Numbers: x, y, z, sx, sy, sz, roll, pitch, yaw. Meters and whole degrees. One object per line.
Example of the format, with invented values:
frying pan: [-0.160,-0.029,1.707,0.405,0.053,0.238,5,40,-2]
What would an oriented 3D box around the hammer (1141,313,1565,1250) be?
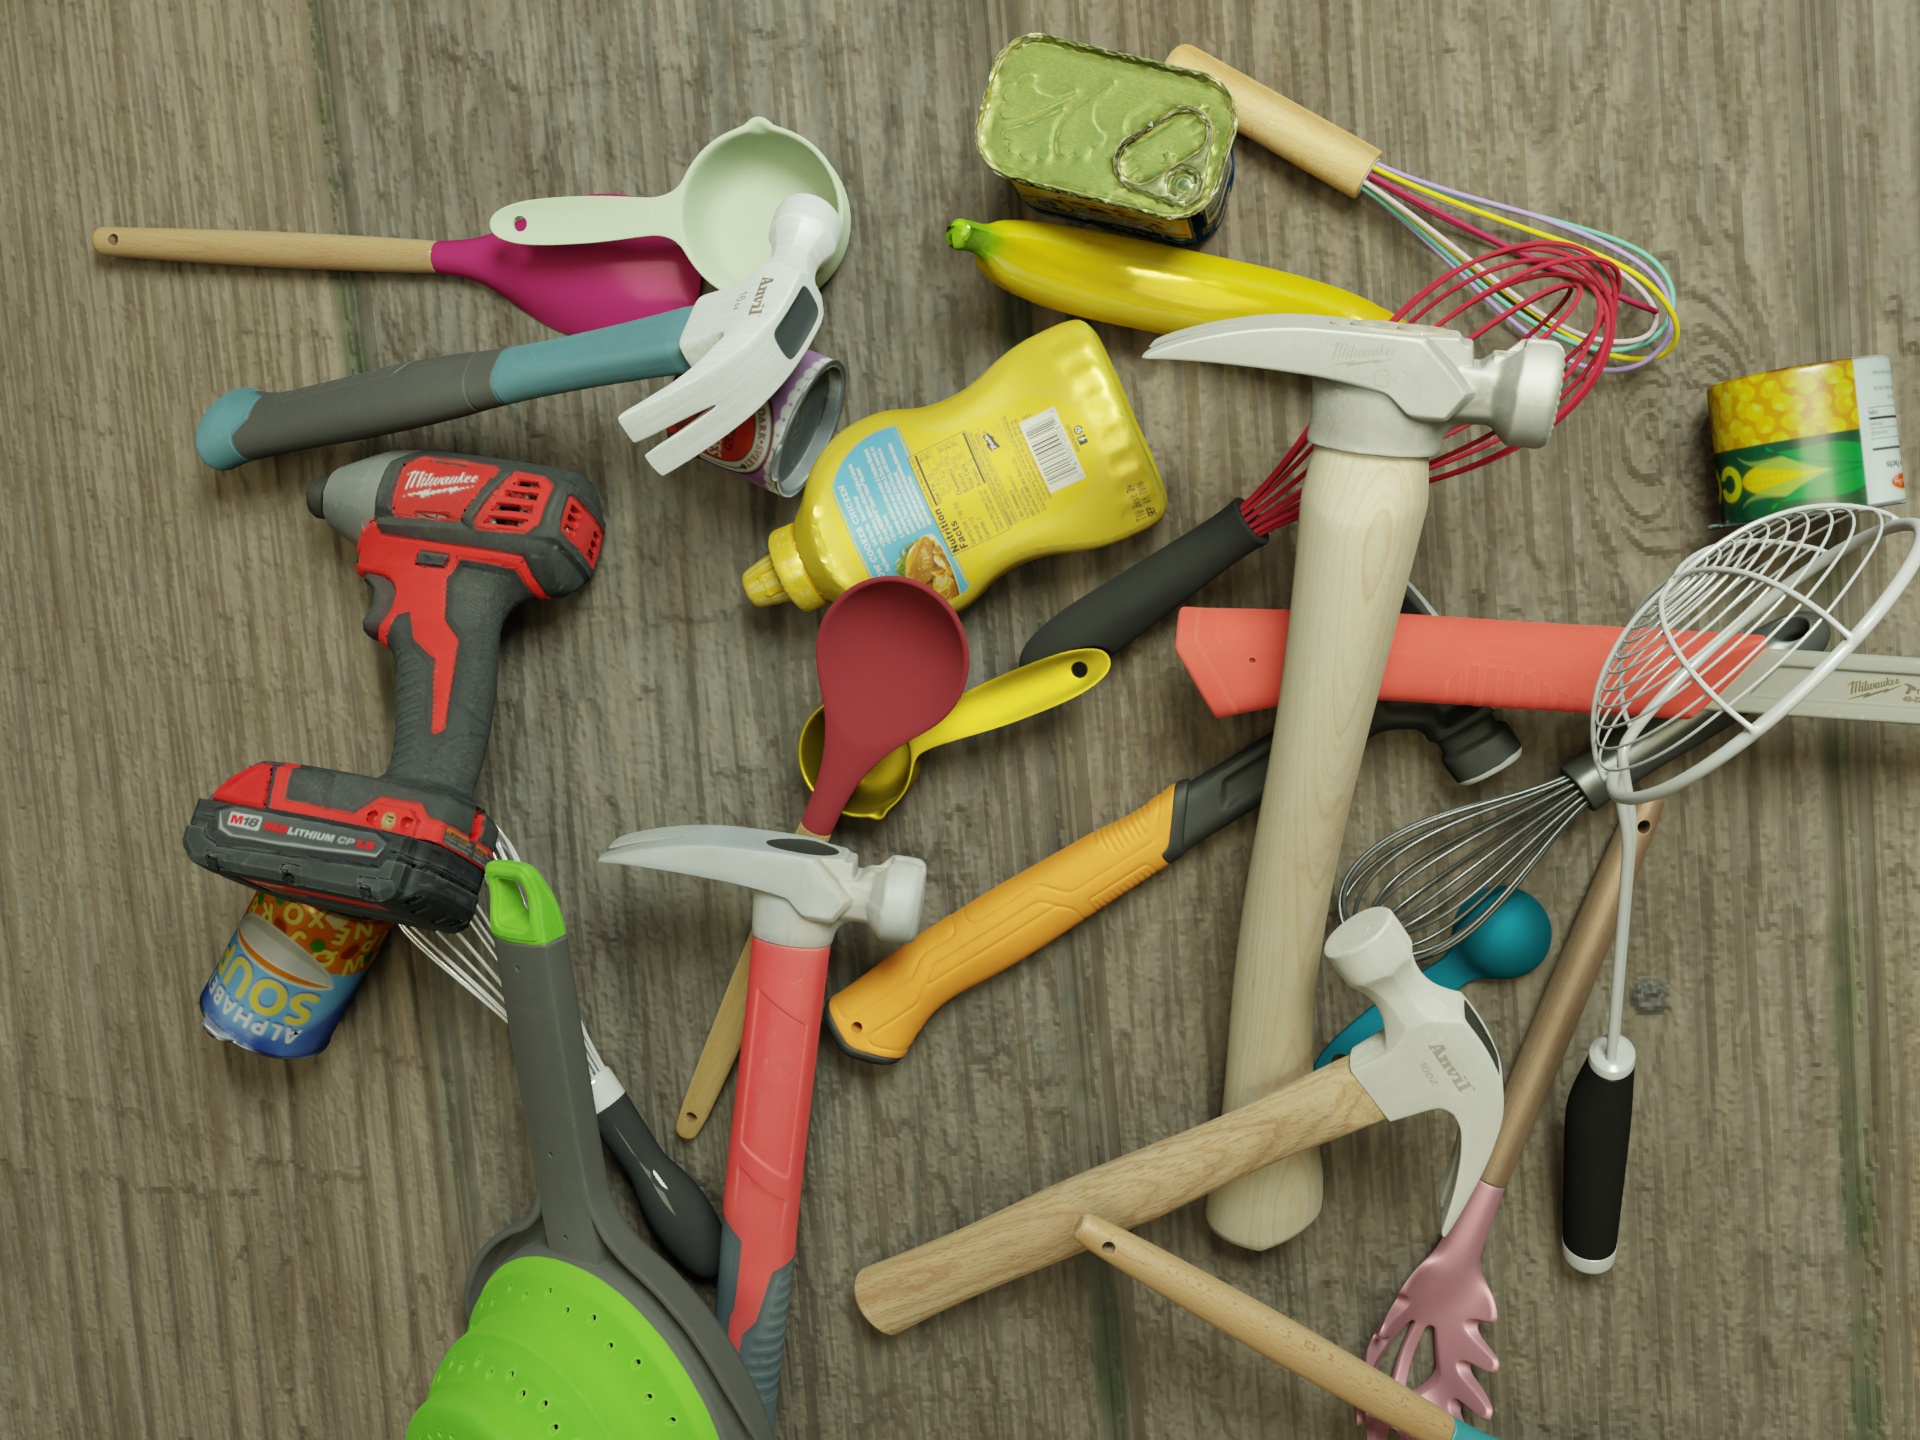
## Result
hammer: [0.129,0.044,0.650,0.146,0.038,0.410,9,115,13]

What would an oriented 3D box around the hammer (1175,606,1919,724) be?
hammer: [0.268,-0.029,0.637,0.359,0.036,0.149,5,92,11]

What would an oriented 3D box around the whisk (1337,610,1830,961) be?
whisk: [0.263,0.027,0.678,0.239,0.055,0.055,-36,88,8]

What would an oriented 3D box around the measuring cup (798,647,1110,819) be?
measuring cup: [-0.001,-0.002,0.727,0.156,0.029,0.062,-21,95,18]

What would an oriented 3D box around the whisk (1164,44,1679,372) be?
whisk: [0.192,-0.221,0.667,0.245,0.047,0.051,34,102,10]

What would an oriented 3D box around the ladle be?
ladle: [-0.075,0.072,0.737,0.069,0.031,0.315,26,111,5]

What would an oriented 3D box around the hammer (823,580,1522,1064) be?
hammer: [0.073,0.052,0.722,0.337,0.034,0.127,-34,89,13]

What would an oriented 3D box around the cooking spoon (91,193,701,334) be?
cooking spoon: [-0.278,-0.226,0.774,0.319,0.017,0.069,5,97,10]

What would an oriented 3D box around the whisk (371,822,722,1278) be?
whisk: [-0.197,0.156,0.781,0.070,0.070,0.284,-32,94,13]

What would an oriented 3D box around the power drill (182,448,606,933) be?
power drill: [-0.261,-0.024,0.733,0.143,0.078,0.220,10,72,11]

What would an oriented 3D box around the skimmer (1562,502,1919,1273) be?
skimmer: [0.280,0.090,0.598,0.090,0.127,0.363,12,127,31]

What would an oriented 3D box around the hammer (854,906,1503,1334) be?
hammer: [0.083,0.205,0.697,0.331,0.031,0.130,-34,99,27]

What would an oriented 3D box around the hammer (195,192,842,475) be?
hammer: [-0.212,-0.153,0.711,0.331,0.033,0.128,-4,53,25]

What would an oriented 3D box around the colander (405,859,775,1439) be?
colander: [-0.196,0.263,0.718,0.204,0.094,0.397,3,106,35]

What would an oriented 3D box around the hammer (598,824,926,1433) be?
hammer: [-0.110,0.237,0.746,0.143,0.038,0.386,8,105,2]

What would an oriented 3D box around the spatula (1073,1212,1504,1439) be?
spatula: [0.188,0.294,0.674,0.317,0.044,0.082,30,95,-3]

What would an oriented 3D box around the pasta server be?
pasta server: [0.245,0.181,0.699,0.060,0.040,0.316,19,98,-3]

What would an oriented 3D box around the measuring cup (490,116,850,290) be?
measuring cup: [-0.131,-0.228,0.732,0.167,0.038,0.083,1,97,10]

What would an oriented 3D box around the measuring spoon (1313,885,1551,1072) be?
measuring spoon: [0.208,0.124,0.707,0.128,0.021,0.042,-42,86,11]

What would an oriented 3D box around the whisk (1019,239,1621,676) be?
whisk: [0.137,-0.093,0.659,0.296,0.073,0.073,-34,88,29]
